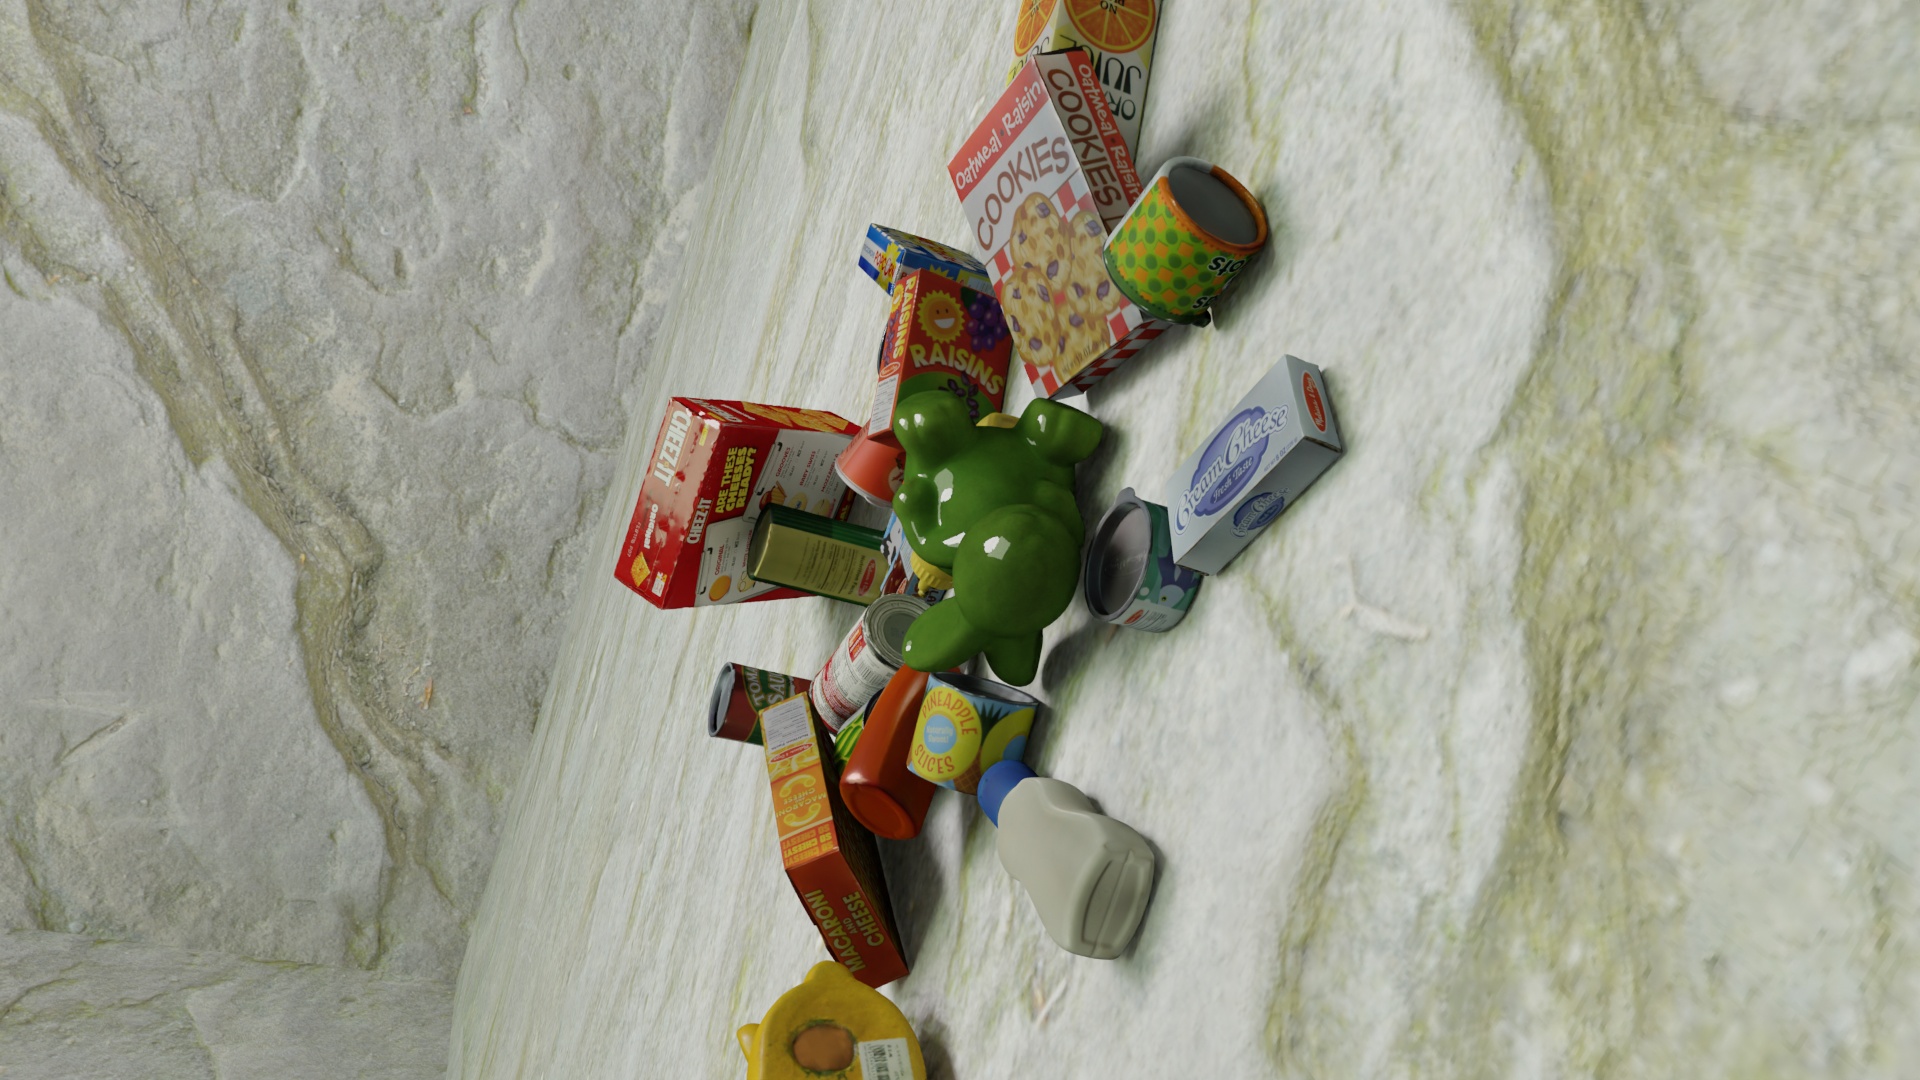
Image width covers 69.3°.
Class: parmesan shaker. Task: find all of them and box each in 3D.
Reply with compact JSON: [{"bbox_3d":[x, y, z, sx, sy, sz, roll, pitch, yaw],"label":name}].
[{"bbox_3d":[-0.115,0.009,1.137,0.071,0.103,0.071,-164,89,-69],"label":"parmesan shaker"}]

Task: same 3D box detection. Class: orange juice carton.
[{"bbox_3d":[0.072,-0.287,0.910,0.071,0.073,0.193,-16,62,65],"label":"orange juice carton"}]

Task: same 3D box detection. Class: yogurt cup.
[{"bbox_3d":[-0.058,-0.066,1.102,0.053,0.072,0.073,-57,26,21],"label":"yogurt cup"}]

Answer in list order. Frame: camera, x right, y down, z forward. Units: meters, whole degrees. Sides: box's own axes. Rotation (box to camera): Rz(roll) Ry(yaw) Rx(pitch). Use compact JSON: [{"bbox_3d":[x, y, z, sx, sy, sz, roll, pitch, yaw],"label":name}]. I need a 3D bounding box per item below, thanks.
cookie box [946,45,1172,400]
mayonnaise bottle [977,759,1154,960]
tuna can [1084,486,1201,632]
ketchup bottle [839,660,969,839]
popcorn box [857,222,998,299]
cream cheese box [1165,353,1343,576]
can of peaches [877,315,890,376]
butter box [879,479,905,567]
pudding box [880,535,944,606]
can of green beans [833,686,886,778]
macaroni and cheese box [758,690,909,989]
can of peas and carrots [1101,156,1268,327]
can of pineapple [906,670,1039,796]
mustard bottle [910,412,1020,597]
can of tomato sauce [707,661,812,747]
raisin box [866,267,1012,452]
[{"bbox_3d":[0.060,-0.182,0.818,0.122,0.040,0.167,-35,73,60],"label":"cookie box"},{"bbox_3d":[0.048,0.155,0.715,0.064,0.041,0.148,-71,20,6],"label":"mayonnaise bottle"},{"bbox_3d":[0.093,0.010,0.710,0.071,0.033,0.071,-164,89,-69],"label":"tuna can"},{"bbox_3d":[-0.027,0.111,0.877,0.043,0.064,0.149,-5,43,30],"label":"ketchup bottle"},{"bbox_3d":[-0.024,-0.209,1.082,0.127,0.085,0.038,-126,53,-63],"label":"popcorn box"},{"bbox_3d":[0.134,-0.034,0.650,0.103,0.024,0.053,-52,29,45],"label":"cream cheese box"},{"bbox_3d":[-0.026,-0.149,1.083,0.071,0.058,0.071,-48,33,48],"label":"can of peaches"},{"bbox_3d":[-0.030,-0.027,1.058,0.053,0.024,0.103,-129,57,-65],"label":"butter box"},{"bbox_3d":[-0.028,0.019,1.012,0.083,0.030,0.050,-64,24,25],"label":"pudding box"},{"bbox_3d":[-0.045,0.136,0.925,0.057,0.071,0.071,134,145,-53],"label":"can of green beans"},{"bbox_3d":[-0.087,0.199,0.929,0.167,0.040,0.123,-114,1,-59],"label":"macaroni and cheese box"},{"bbox_3d":[0.118,-0.154,0.720,0.058,0.071,0.071,-51,31,45],"label":"can of peas and carrots"},{"bbox_3d":[0.006,0.112,0.810,0.071,0.071,0.058,-160,84,-69],"label":"can of pineapple"},{"bbox_3d":[0.003,-0.012,0.928,0.065,0.049,0.159,-96,29,-46],"label":"mustard bottle"},{"bbox_3d":[-0.169,0.144,1.205,0.071,0.083,0.071,131,147,-48],"label":"can of tomato sauce"},{"bbox_3d":[-0.012,-0.120,0.988,0.040,0.086,0.123,-15,62,59],"label":"raisin box"}]
